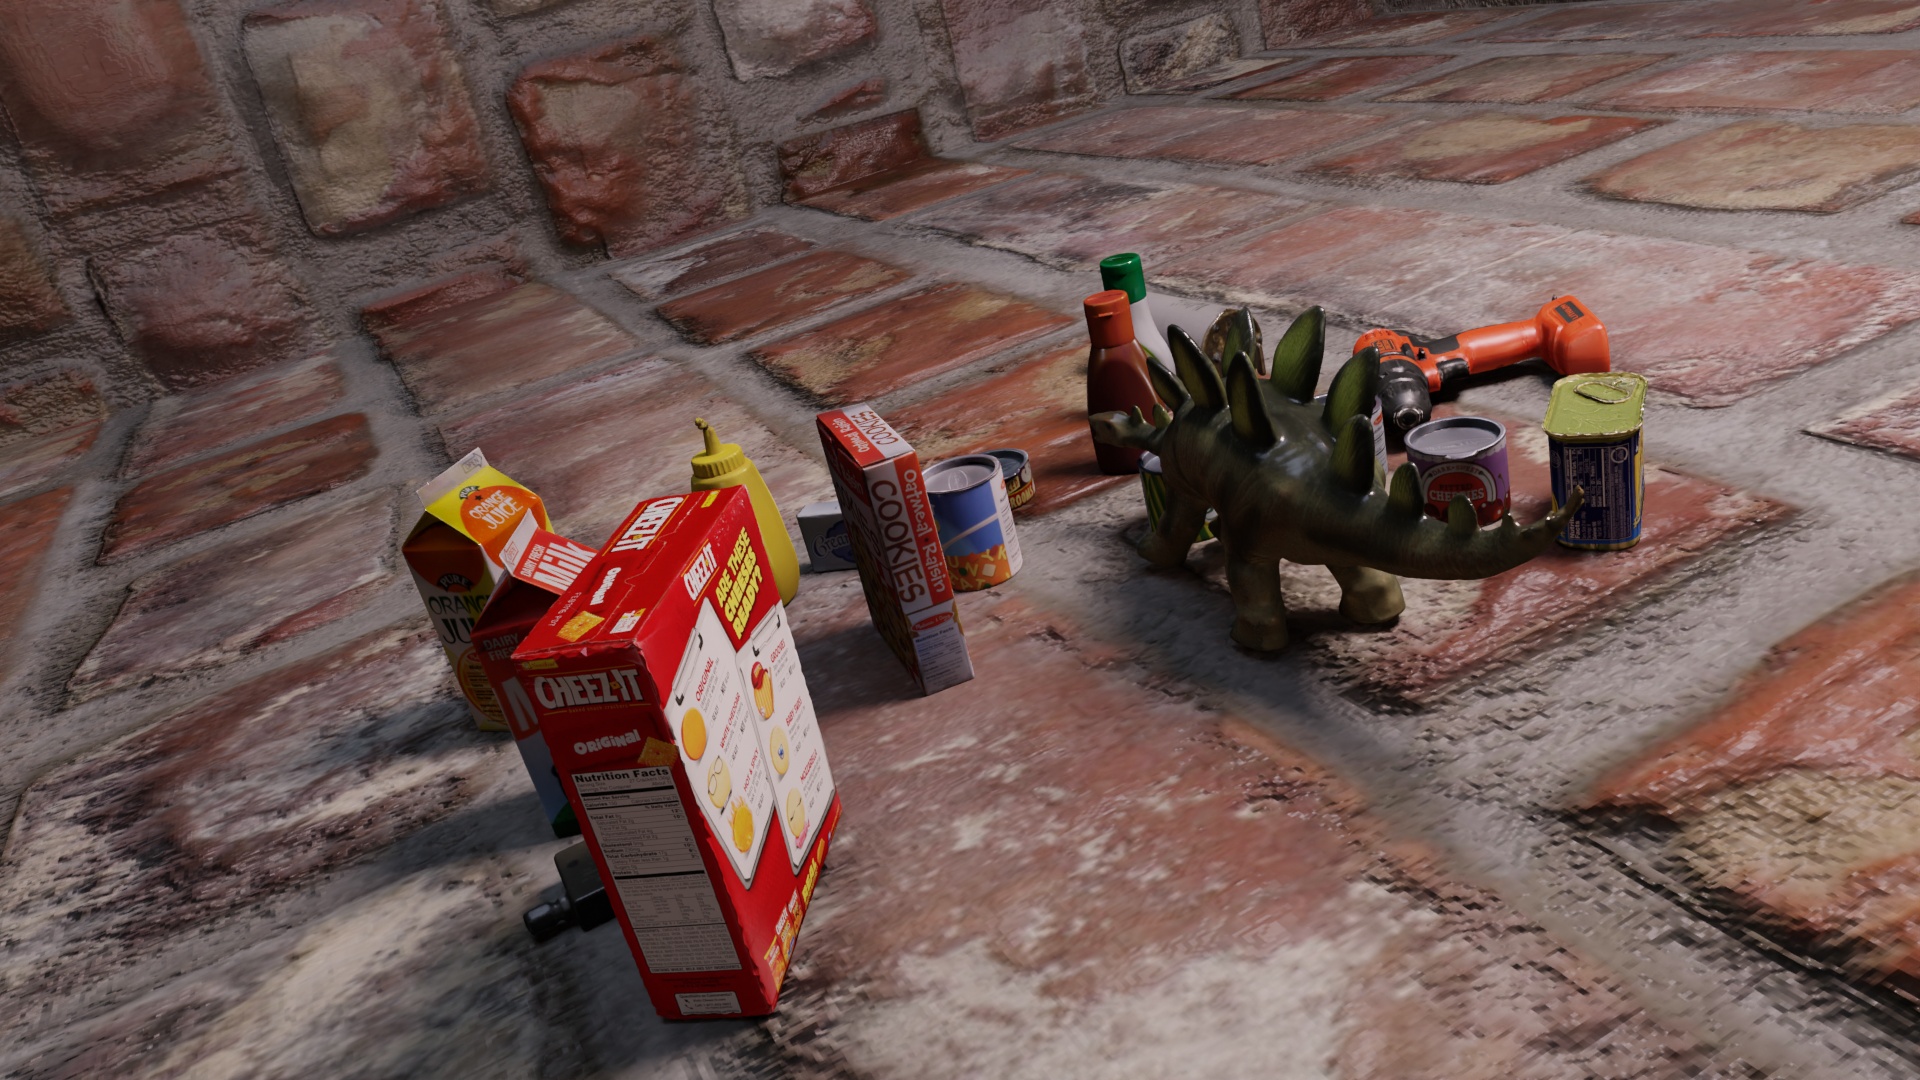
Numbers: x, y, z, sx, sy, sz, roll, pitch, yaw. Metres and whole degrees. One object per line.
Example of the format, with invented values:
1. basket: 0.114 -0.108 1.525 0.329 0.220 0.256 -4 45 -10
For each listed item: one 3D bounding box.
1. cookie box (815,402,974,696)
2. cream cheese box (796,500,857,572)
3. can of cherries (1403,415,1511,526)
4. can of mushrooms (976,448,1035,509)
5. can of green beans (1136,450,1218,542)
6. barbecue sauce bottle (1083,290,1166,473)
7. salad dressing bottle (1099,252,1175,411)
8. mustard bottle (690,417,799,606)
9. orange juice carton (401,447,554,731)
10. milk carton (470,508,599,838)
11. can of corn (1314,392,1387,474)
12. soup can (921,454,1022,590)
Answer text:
1. cookie box: -0.046 0.003 0.930 0.040 0.166 0.123 -20 24 -13
2. cream cheese box: -0.074 -0.006 1.104 0.104 0.053 0.024 -6 25 18
3. can of cherries: 0.343 -0.046 0.959 0.071 0.058 0.072 -12 24 5
4. can of mushrooms: 0.029 -0.049 1.165 0.071 0.033 0.071 -12 24 5
5. can of green beans: 0.169 -0.038 1.035 0.071 0.057 0.071 -12 24 5
6. barbecue sauce bottle: 0.132 -0.130 1.146 0.065 0.148 0.044 -8 25 14
7. salad dressing bottle: 0.155 -0.182 1.248 0.064 0.147 0.044 -2 26 25
8. mustard bottle: -0.171 -0.022 1.060 0.065 0.159 0.049 -3 26 23
9. orange juice carton: -0.325 0.036 0.978 0.073 0.192 0.072 -3 26 23
10. milk carton: -0.236 0.078 0.841 0.073 0.189 0.072 -13 24 2
11. can of corn: 0.285 -0.075 1.052 0.071 0.058 0.071 -12 24 5
12. soup can: 0.004 -0.013 1.039 0.071 0.083 0.071 -12 24 5
